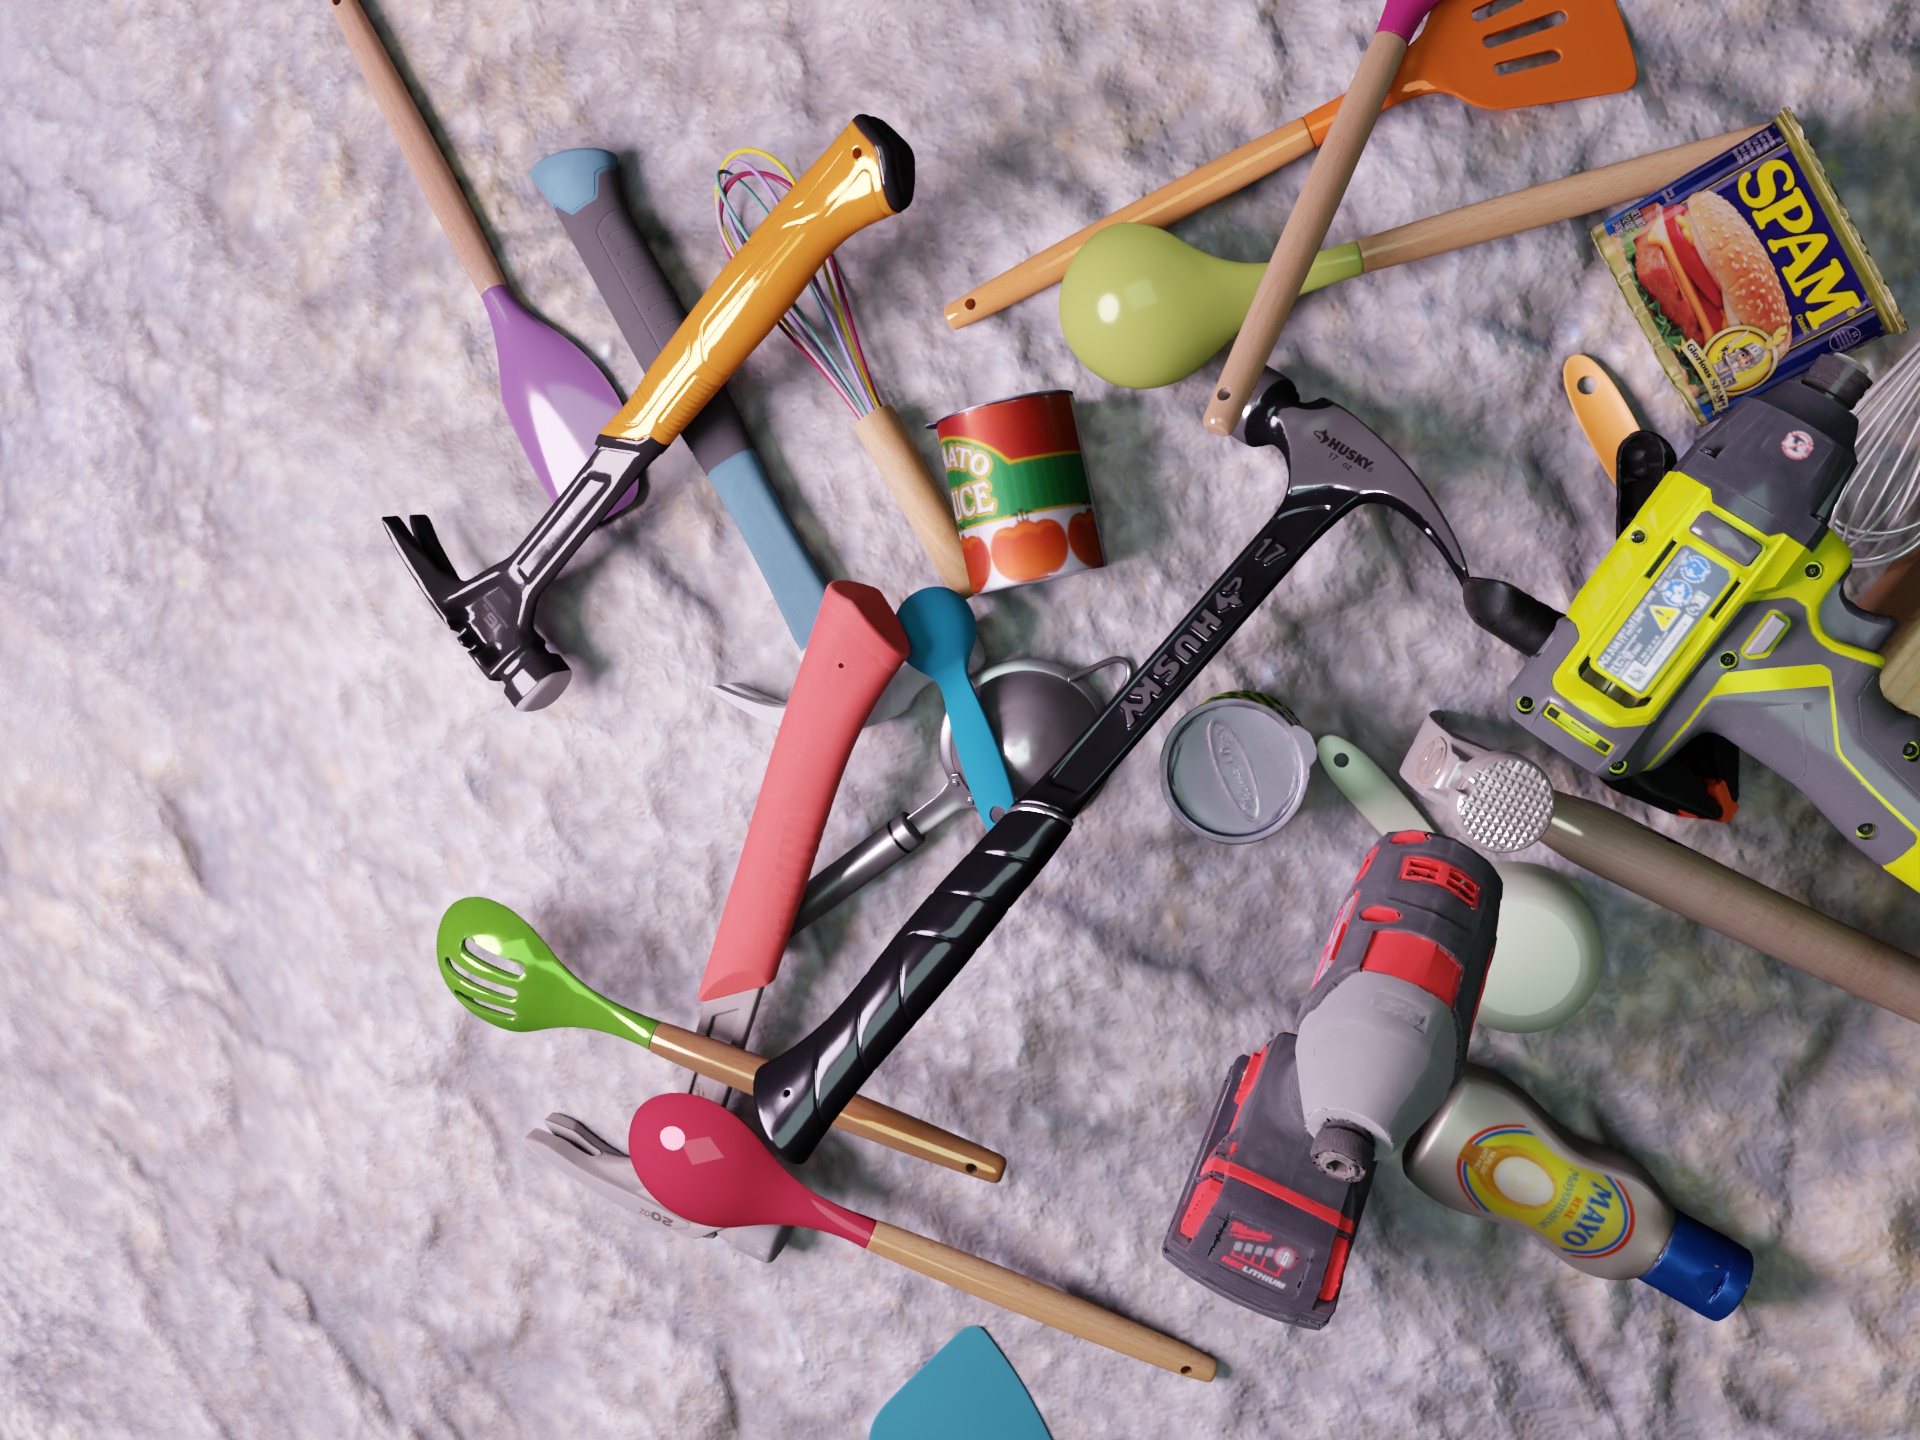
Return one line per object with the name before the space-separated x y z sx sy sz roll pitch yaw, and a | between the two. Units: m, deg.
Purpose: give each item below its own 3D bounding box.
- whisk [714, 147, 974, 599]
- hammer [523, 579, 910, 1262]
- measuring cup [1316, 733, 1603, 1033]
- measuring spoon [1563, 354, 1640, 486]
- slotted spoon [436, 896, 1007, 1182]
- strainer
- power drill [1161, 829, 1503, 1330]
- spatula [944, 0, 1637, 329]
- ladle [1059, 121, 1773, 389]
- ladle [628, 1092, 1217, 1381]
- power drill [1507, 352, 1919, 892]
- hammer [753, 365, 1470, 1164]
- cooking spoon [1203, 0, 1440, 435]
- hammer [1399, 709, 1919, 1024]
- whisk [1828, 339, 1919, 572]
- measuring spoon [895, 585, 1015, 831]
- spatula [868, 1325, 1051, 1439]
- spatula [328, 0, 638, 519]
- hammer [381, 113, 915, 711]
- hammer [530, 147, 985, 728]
whisk | -0.052 -0.169 0.772 0.047 0.051 0.245 -30 90 9
hammer | -0.110 0.098 0.788 0.149 0.037 0.359 23 110 11
measuring cup | 0.222 0.071 0.725 0.083 0.038 0.167 -43 86 14
measuring spoon | 0.298 -0.110 0.706 0.021 0.011 0.117 -27 85 16
slotted spoon | -0.125 0.162 0.777 0.314 0.031 0.070 19 114 11
strainer | -0.020 0.053 0.787 0.258 0.050 0.087 -36 100 18
power drill | 0.152 0.158 0.653 0.078 0.143 0.219 22 141 11
spatula | 0.138 -0.254 0.726 0.322 0.041 0.081 -23 88 19
ladle | 0.200 -0.217 0.706 0.320 0.062 0.078 -14 123 8
ladle | -0.020 0.264 0.786 0.315 0.031 0.069 22 111 -1
power drill | 0.342 -0.012 0.576 0.223 0.080 0.171 36 106 13
hammer | 0.052 0.031 0.698 0.149 0.036 0.409 41 91 31
cooking spoon | 0.173 -0.266 0.675 0.069 0.017 0.319 22 86 31
hammer | 0.379 0.102 0.665 0.410 0.146 0.038 26 100 1
whisk | 0.419 -0.173 0.651 0.058 0.059 0.246 34 100 48
measuring spoon | -0.001 -0.002 0.740 0.042 0.021 0.129 -23 80 24
spatula | -0.100 0.427 0.851 0.317 0.044 0.082 -33 87 20
spatula | -0.253 -0.247 0.828 0.060 0.018 0.316 -29 89 12
hammer | -0.147 -0.156 0.762 0.337 0.034 0.127 -43 80 22
hammer | -0.120 -0.142 0.796 0.128 0.033 0.331 -29 87 14
